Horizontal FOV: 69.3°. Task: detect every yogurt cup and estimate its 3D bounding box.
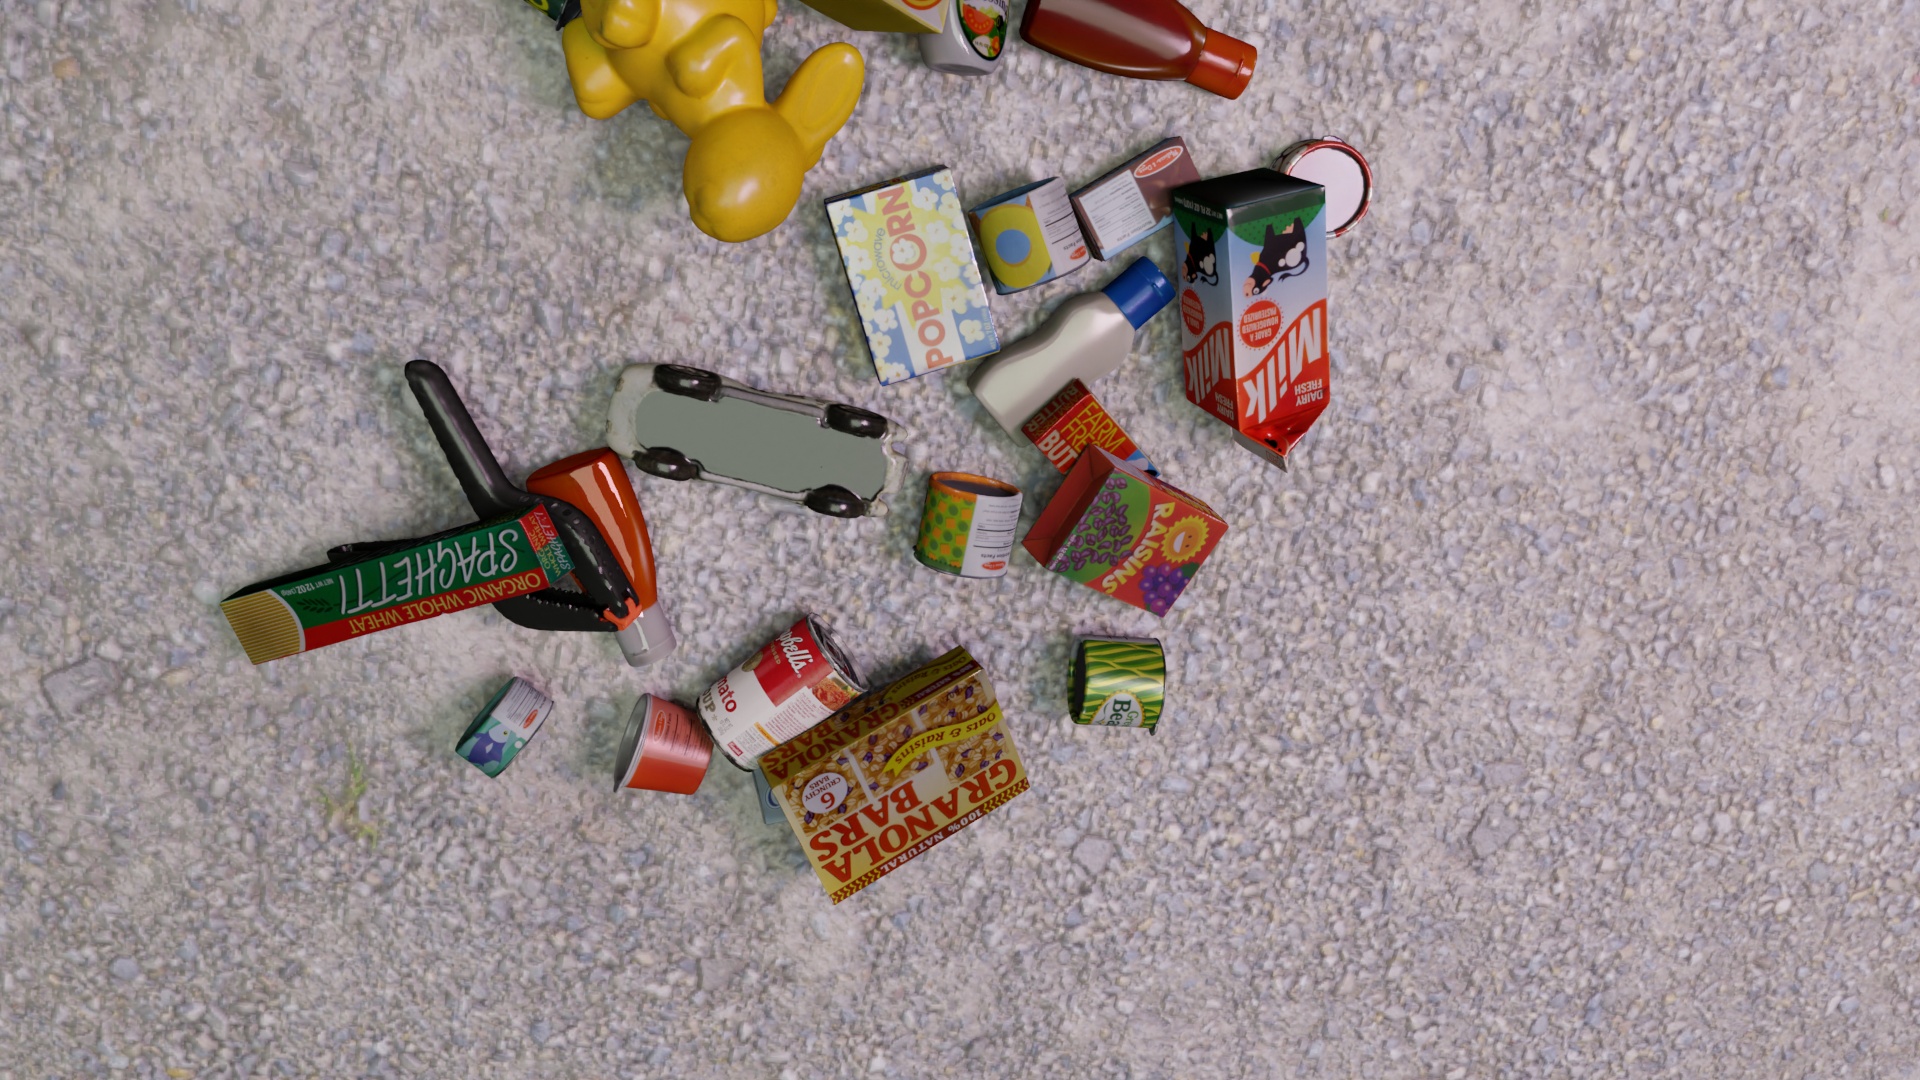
[{"bbox_3d":[-0.207,0.146,0.978,0.054,0.072,0.072,19,103,-20],"label":"yogurt cup"}]

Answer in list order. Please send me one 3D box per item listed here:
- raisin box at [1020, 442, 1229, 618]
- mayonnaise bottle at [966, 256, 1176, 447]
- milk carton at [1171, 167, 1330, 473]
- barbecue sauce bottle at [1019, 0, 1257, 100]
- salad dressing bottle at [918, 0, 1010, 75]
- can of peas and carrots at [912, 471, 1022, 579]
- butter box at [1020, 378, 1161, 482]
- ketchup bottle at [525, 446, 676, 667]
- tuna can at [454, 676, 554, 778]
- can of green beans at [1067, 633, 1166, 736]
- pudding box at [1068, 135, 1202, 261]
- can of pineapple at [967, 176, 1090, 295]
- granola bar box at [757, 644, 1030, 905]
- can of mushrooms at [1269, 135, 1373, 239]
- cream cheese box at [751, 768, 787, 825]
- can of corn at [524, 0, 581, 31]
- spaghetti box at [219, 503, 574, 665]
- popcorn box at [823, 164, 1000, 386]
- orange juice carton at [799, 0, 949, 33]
[{"bbox_3d":[0.115,-0.004,0.961,0.123,0.040,0.086,23,106,-37],"label":"raisin box"},{"bbox_3d":[0.078,-0.132,0.943,0.148,0.041,0.064,-40,114,4],"label":"mayonnaise bottle"},{"bbox_3d":[0.195,-0.141,0.922,0.073,0.072,0.189,-17,118,-15],"label":"milk carton"},{"bbox_3d":[0.116,-0.325,0.889,0.148,0.044,0.064,17,104,-12],"label":"barbecue sauce bottle"},{"bbox_3d":[0.007,-0.367,0.859,0.064,0.044,0.147,-5,104,-50],"label":"salad dressing bottle"},{"bbox_3d":[0.003,-0.012,0.957,0.071,0.071,0.058,9,105,-9],"label":"can of peas and carrots"},{"bbox_3d":[0.090,-0.061,0.952,0.053,0.024,0.103,-43,132,7],"label":"butter box"},{"bbox_3d":[-0.238,0.014,0.945,0.065,0.044,0.148,-17,108,8],"label":"ketchup bottle"},{"bbox_3d":[-0.316,0.130,0.959,0.033,0.071,0.071,41,98,-15],"label":"tuna can"},{"bbox_3d":[0.111,0.101,1.000,0.058,0.071,0.071,4,106,-8],"label":"can of green beans"},{"bbox_3d":[0.118,-0.227,0.925,0.084,0.030,0.049,-30,106,2],"label":"pudding box"},{"bbox_3d":[0.043,-0.198,0.906,0.071,0.071,0.057,-22,107,0],"label":"can of pineapple"},{"bbox_3d":[-0.044,0.165,0.982,0.166,0.039,0.123,-29,124,-12],"label":"granola bar box"},{"bbox_3d":[0.242,-0.238,0.935,0.071,0.033,0.070,-2,106,-5],"label":"can of mushrooms"},{"bbox_3d":[-0.098,0.171,1.018,0.104,0.024,0.053,-11,107,-4],"label":"cream cheese box"},{"bbox_3d":[-0.247,-0.349,0.825,0.058,0.071,0.071,31,101,-13],"label":"can of corn"},{"bbox_3d":[-0.368,0.030,0.899,0.250,0.029,0.050,-14,109,19],"label":"spaghetti box"},{"bbox_3d":[-0.031,-0.174,0.918,0.085,0.038,0.126,-17,107,-1],"label":"popcorn box"},{"bbox_3d":[-0.038,-0.404,0.811,0.072,0.073,0.192,16,97,34],"label":"orange juice carton"}]
